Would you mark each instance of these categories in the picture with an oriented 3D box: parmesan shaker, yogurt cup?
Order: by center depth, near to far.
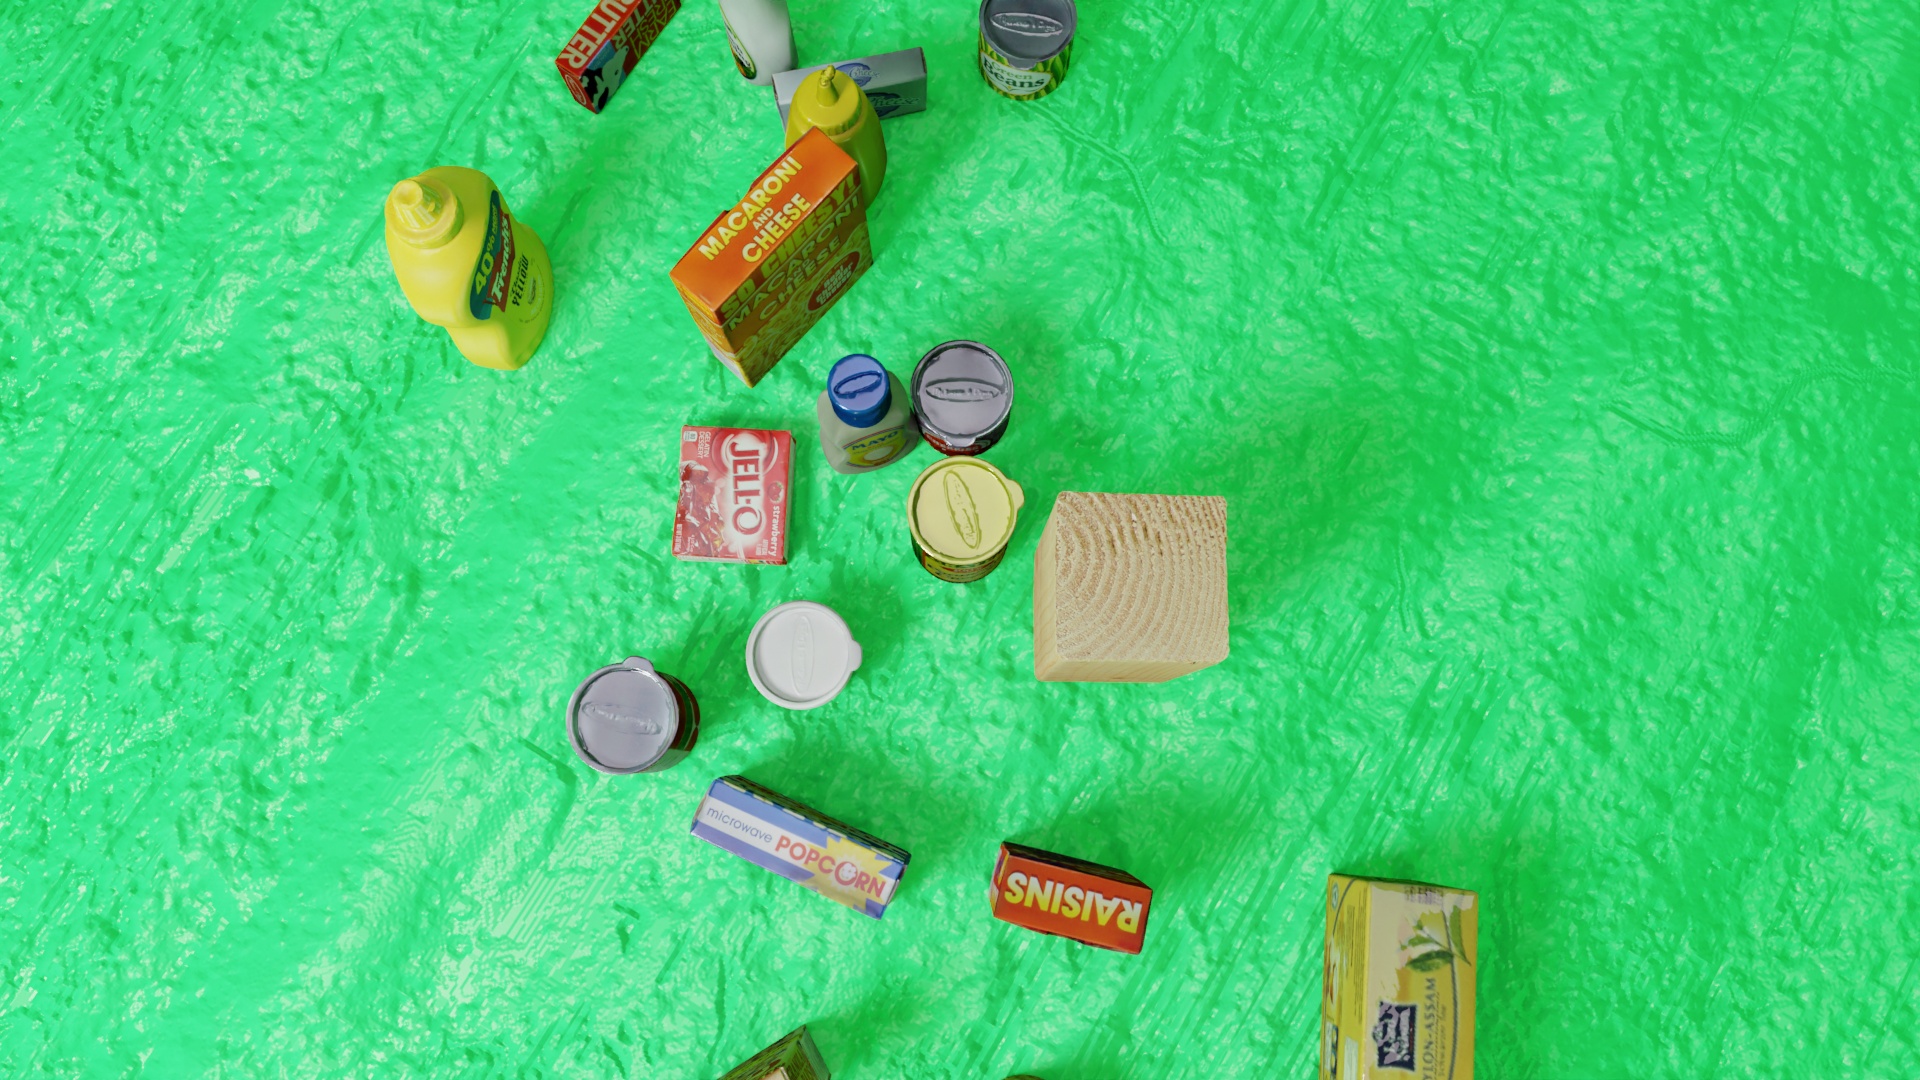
[{"bbox_3d":[0.003,-0.011,0.874,0.071,0.103,0.071,0,81,-1],"label":"parmesan shaker"},{"bbox_3d":[-0.099,0.074,0.883,0.072,0.054,0.072,0,81,-1],"label":"yogurt cup"}]

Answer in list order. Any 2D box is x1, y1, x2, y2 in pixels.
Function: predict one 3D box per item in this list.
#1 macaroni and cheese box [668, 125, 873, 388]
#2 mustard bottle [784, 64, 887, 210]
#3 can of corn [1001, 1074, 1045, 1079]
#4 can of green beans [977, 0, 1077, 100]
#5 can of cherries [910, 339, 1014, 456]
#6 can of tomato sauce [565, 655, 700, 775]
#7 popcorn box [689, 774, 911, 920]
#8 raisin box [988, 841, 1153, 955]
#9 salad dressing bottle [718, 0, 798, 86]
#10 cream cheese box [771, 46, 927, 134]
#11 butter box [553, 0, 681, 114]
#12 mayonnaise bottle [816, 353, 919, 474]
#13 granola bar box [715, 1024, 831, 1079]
[{"bbox_3d":[-0.114,-0.171,0.868,0.040,0.166,0.124,42,83,6],"label":"macaroni and cheese box"},{"bbox_3d":[-0.082,-0.260,0.887,0.065,0.160,0.049,18,81,2],"label":"mustard bottle"},{"bbox_3d":[0.037,0.360,0.834,0.071,0.058,0.071,0,81,-1],"label":"can of corn"},{"bbox_3d":[0.045,-0.345,0.955,0.071,0.057,0.071,0,81,-1],"label":"can of green beans"},{"bbox_3d":[0.000,-0.089,0.910,0.071,0.058,0.071,0,81,-1],"label":"can of cherries"},{"bbox_3d":[-0.200,0.110,0.861,0.071,0.083,0.071,0,81,-1],"label":"can of tomato sauce"},{"bbox_3d":[-0.095,0.185,0.849,0.127,0.085,0.038,24,81,3],"label":"popcorn box"},{"bbox_3d":[0.062,0.211,0.827,0.086,0.123,0.040,14,81,2],"label":"raisin box"},{"bbox_3d":[-0.136,-0.352,0.908,0.044,0.147,0.064,-25,82,-4],"label":"salad dressing bottle"},{"bbox_3d":[-0.074,-0.306,0.949,0.104,0.053,0.024,-11,81,-3],"label":"cream cheese box"},{"bbox_3d":[-0.234,-0.349,0.955,0.024,0.053,0.103,33,82,5],"label":"butter box"},{"bbox_3d":[-0.059,-0.078,0.862,0.065,0.148,0.041,-20,82,-4],"label":"mayonnaise bottle"},{"bbox_3d":[-0.157,0.351,0.799,0.166,0.124,0.039,-31,83,-5],"label":"granola bar box"}]
